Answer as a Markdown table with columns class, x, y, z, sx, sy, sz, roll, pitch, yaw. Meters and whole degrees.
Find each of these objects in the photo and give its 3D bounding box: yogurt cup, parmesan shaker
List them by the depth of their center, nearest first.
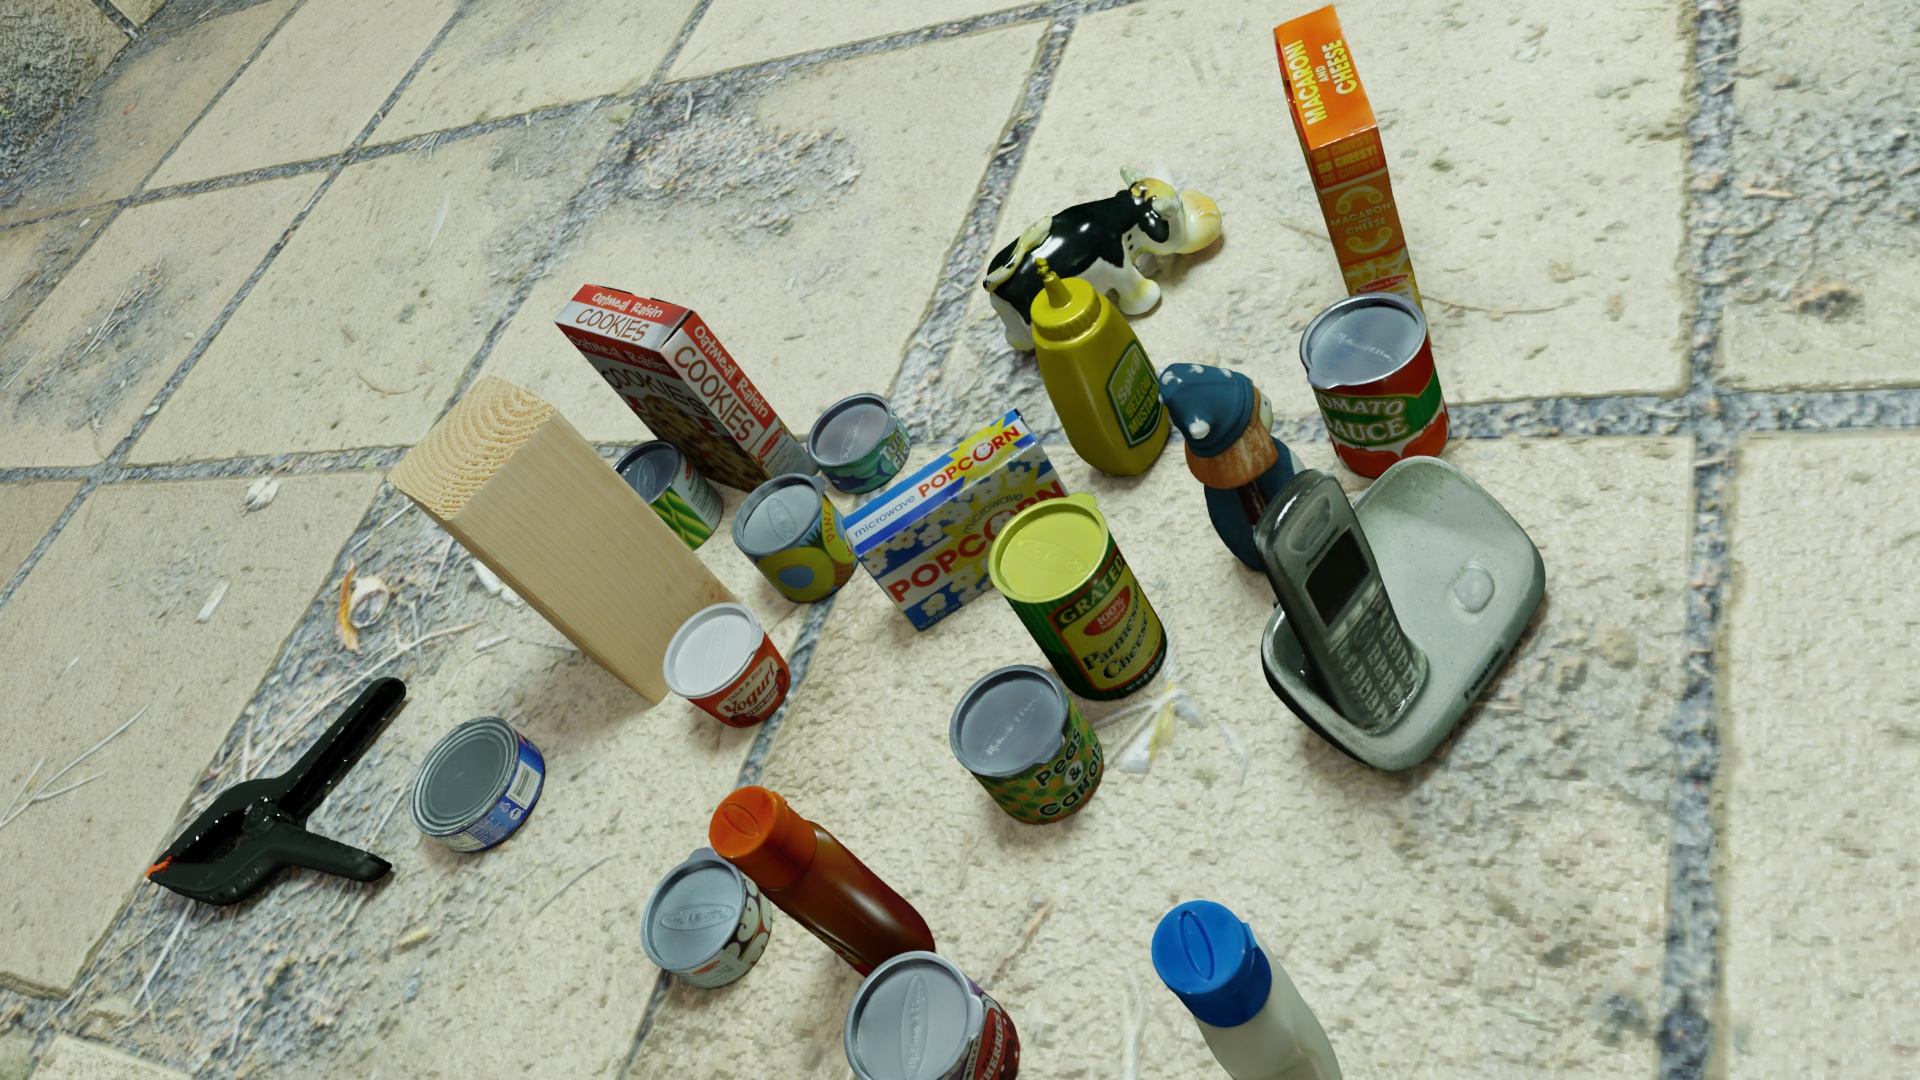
| class | x | y | z | sx | sy | sz | roll | pitch | yaw |
| --- | --- | --- | --- | --- | --- | --- | --- | --- | --- |
| parmesan shaker | 0.067 | 0.032 | 0.749 | 0.071 | 0.102 | 0.072 | -16 | 48 | 19 |
| yogurt cup | -0.143 | 0.080 | 0.865 | 0.072 | 0.053 | 0.073 | -16 | 48 | 18 |

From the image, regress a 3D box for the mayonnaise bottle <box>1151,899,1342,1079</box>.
| class | x | y | z | sx | sy | sz | roll | pitch | yaw |
| --- | --- | --- | --- | --- | --- | --- | --- | --- | --- |
| mayonnaise bottle | 0.116 | 0.189 | 0.557 | 0.041 | 0.147 | 0.065 | -26 | 45 | 10 |

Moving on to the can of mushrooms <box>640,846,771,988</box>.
| class | x | y | z | sx | sy | sz | roll | pitch | yaw |
| --- | --- | --- | --- | --- | --- | --- | --- | --- | --- |
| can of mushrooms | -0.140 | 0.209 | 0.770 | 0.071 | 0.033 | 0.071 | -16 | 48 | 18 |

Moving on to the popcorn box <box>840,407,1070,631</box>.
| class | x | y | z | sx | sy | sz | roll | pitch | yaw |
| --- | --- | --- | --- | --- | --- | --- | --- | --- | --- |
| popcorn box | 0.003 | -0.010 | 0.834 | 0.127 | 0.085 | 0.038 | -33 | 45 | 2 |

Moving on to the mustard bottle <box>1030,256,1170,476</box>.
| class | x | y | z | sx | sy | sz | roll | pitch | yaw |
| --- | --- | --- | --- | --- | --- | --- | --- | --- | --- |
| mustard bottle | 0.077 | -0.105 | 0.817 | 0.049 | 0.159 | 0.065 | 12 | 61 | 37 |

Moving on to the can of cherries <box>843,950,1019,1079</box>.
| class | x | y | z | sx | sy | sz | roll | pitch | yaw |
| --- | --- | --- | --- | --- | --- | --- | --- | --- | --- |
| can of cherries | -0.010 | 0.236 | 0.655 | 0.071 | 0.058 | 0.072 | -16 | 48 | 18 |

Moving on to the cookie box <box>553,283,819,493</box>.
| class | x | y | z | sx | sy | sz | roll | pitch | yaw |
| --- | --- | --- | --- | --- | --- | --- | --- | --- | --- |
| cookie box | -0.187 | -0.100 | 0.961 | 0.123 | 0.167 | 0.040 | 19 | 65 | 39 |

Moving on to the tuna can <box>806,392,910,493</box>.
| class | x | y | z | sx | sy | sz | roll | pitch | yaw |
| --- | --- | --- | --- | --- | --- | --- | --- | --- | --- |
| tuna can | -0.068 | -0.067 | 0.960 | 0.071 | 0.032 | 0.071 | -16 | 48 | 18 |

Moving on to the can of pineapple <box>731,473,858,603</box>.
| class | x | y | z | sx | sy | sz | roll | pitch | yaw |
| --- | --- | --- | --- | --- | --- | --- | --- | --- | --- |
| can of pineapple | -0.105 | -0.002 | 0.909 | 0.071 | 0.057 | 0.071 | -16 | 48 | 18 |

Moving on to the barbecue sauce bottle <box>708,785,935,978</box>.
| class | x | y | z | sx | sy | sz | roll | pitch | yaw |
| --- | --- | --- | --- | --- | --- | --- | --- | --- | --- |
| barbecue sauce bottle | -0.068 | 0.169 | 0.681 | 0.065 | 0.148 | 0.044 | 28 | 71 | 42 |

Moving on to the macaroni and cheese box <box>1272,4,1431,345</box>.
| class | x | y | z | sx | sy | sz | roll | pitch | yaw |
| --- | --- | --- | --- | --- | --- | --- | --- | --- | --- |
| macaroni and cheese box | 0.228 | -0.204 | 0.808 | 0.040 | 0.166 | 0.124 | -17 | 47 | 18 |

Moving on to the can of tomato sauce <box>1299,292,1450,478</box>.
| class | x | y | z | sx | sy | sz | roll | pitch | yaw |
| --- | --- | --- | --- | --- | --- | --- | --- | --- | --- |
| can of tomato sauce | 0.229 | -0.082 | 0.765 | 0.071 | 0.082 | 0.071 | -16 | 48 | 18 |

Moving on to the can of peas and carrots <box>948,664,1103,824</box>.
| class | x | y | z | sx | sy | sz | roll | pitch | yaw |
| --- | --- | --- | --- | --- | --- | --- | --- | --- | --- |
| can of peas and carrots | 0.037 | 0.109 | 0.733 | 0.071 | 0.058 | 0.071 | -16 | 48 | 18 |

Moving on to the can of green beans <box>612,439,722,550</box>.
| class | x | y | z | sx | sy | sz | roll | pitch | yaw |
| --- | --- | --- | --- | --- | --- | --- | --- | --- | --- |
| can of green beans | -0.213 | -0.029 | 0.995 | 0.071 | 0.057 | 0.071 | -16 | 48 | 18 |
